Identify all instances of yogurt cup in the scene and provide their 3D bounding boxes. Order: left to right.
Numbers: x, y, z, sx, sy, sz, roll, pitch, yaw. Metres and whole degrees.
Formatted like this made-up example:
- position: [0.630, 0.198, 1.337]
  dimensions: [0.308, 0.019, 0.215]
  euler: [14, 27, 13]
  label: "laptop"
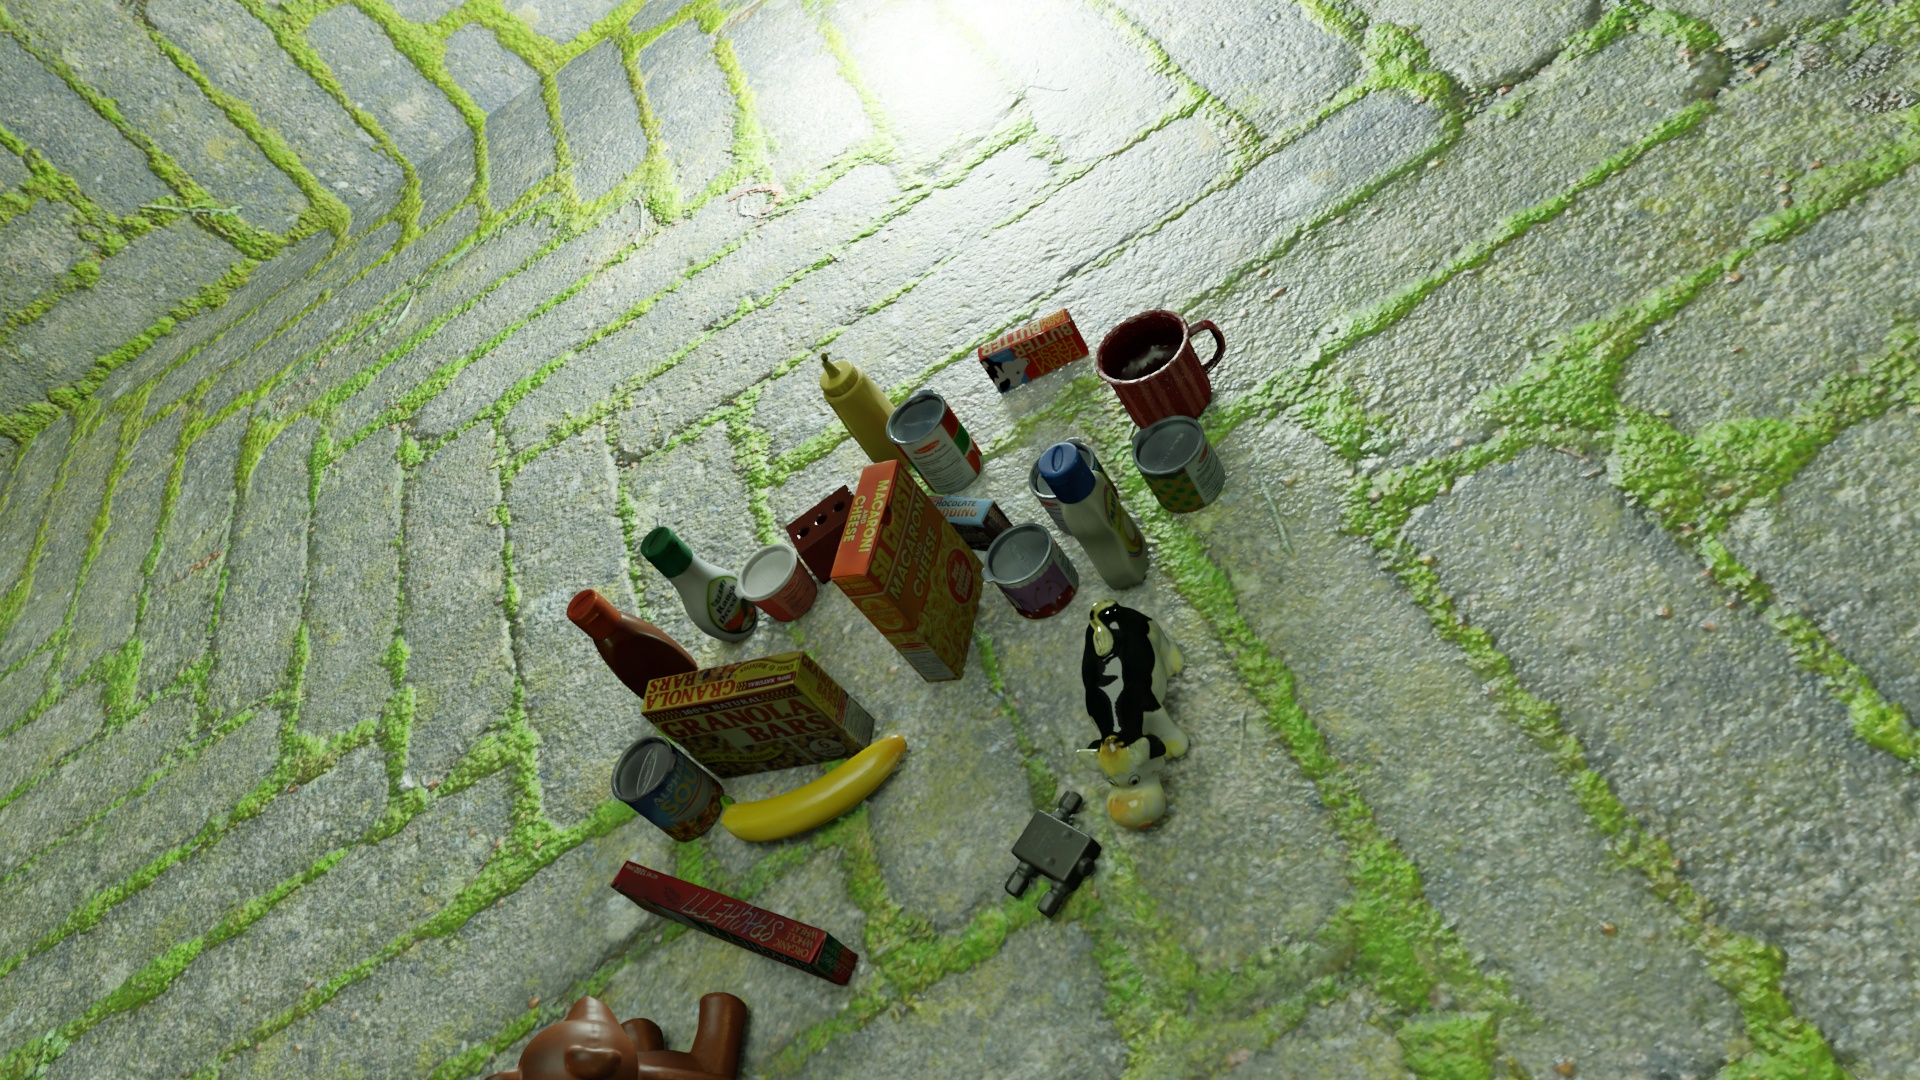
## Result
- position: [-0.179, 0.045, 1.383]
  dimensions: [0.072, 0.053, 0.073]
  euler: [-19, 45, 20]
  label: "yogurt cup"

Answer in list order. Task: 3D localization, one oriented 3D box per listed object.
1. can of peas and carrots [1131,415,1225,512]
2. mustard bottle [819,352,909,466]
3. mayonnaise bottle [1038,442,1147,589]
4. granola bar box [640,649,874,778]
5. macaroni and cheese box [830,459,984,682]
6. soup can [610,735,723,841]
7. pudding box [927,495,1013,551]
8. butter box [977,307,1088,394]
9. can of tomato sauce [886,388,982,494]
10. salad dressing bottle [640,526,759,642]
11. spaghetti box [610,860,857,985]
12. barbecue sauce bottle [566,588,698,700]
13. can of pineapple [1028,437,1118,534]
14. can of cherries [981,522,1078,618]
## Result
- position: [0.191, -0.067, 1.223]
  dimensions: [0.071, 0.058, 0.071]
  euler: [-19, 45, 20]
  label: "can of peas and carrots"
- position: [-0.102, -0.137, 1.411]
  dimensions: [0.049, 0.159, 0.065]
  euler: [-28, 43, 11]
  label: "mustard bottle"
- position: [0.113, -0.023, 1.171]
  dimensions: [0.041, 0.147, 0.065]
  euler: [-15, 47, 24]
  label: "mayonnaise bottle"
- position: [-0.179, 0.157, 1.231]
  dimensions: [0.165, 0.124, 0.039]
  euler: [-13, 48, 25]
  label: "granola bar box"
- position: [-0.041, 0.028, 1.218]
  dimensions: [0.040, 0.166, 0.124]
  euler: [-9, 49, 29]
  label: "macaroni and cheese box"
- position: [-0.262, 0.225, 1.258]
  dimensions: [0.071, 0.083, 0.072]
  euler: [-19, 45, 20]
  label: "soup can"
- position: [0.005, -0.016, 1.314]
  dimensions: [0.083, 0.049, 0.030]
  euler: [6, 58, 38]
  label: "pudding box"
- position: [0.074, -0.194, 1.419]
  dimensions: [0.103, 0.053, 0.024]
  euler: [-23, 44, 16]
  label: "butter box"
- position: [-0.024, -0.097, 1.380]
  dimensions: [0.071, 0.083, 0.071]
  euler: [-19, 45, 20]
  label: "can of tomato sauce"
- position: [-0.257, 0.043, 1.368]
  dimensions: [0.044, 0.147, 0.064]
  euler: [5, 58, 38]
  label: "salad dressing bottle"
- position: [-0.192, 0.316, 1.155]
  dimensions: [0.250, 0.050, 0.029]
  euler: [6, 58, 38]
  label: "spaghetti box"
- position: [-0.324, 0.103, 1.361]
  dimensions: [0.065, 0.148, 0.044]
  euler: [-43, 42, -5]
  label: "barbecue sauce bottle"
- position: [0.105, -0.048, 1.267]
  dimensions: [0.071, 0.057, 0.071]
  euler: [-19, 45, 20]
  label: "can of pineapple"
- position: [0.061, 0.028, 1.229]
  dimensions: [0.071, 0.058, 0.072]
  euler: [-19, 45, 20]
  label: "can of cherries"
